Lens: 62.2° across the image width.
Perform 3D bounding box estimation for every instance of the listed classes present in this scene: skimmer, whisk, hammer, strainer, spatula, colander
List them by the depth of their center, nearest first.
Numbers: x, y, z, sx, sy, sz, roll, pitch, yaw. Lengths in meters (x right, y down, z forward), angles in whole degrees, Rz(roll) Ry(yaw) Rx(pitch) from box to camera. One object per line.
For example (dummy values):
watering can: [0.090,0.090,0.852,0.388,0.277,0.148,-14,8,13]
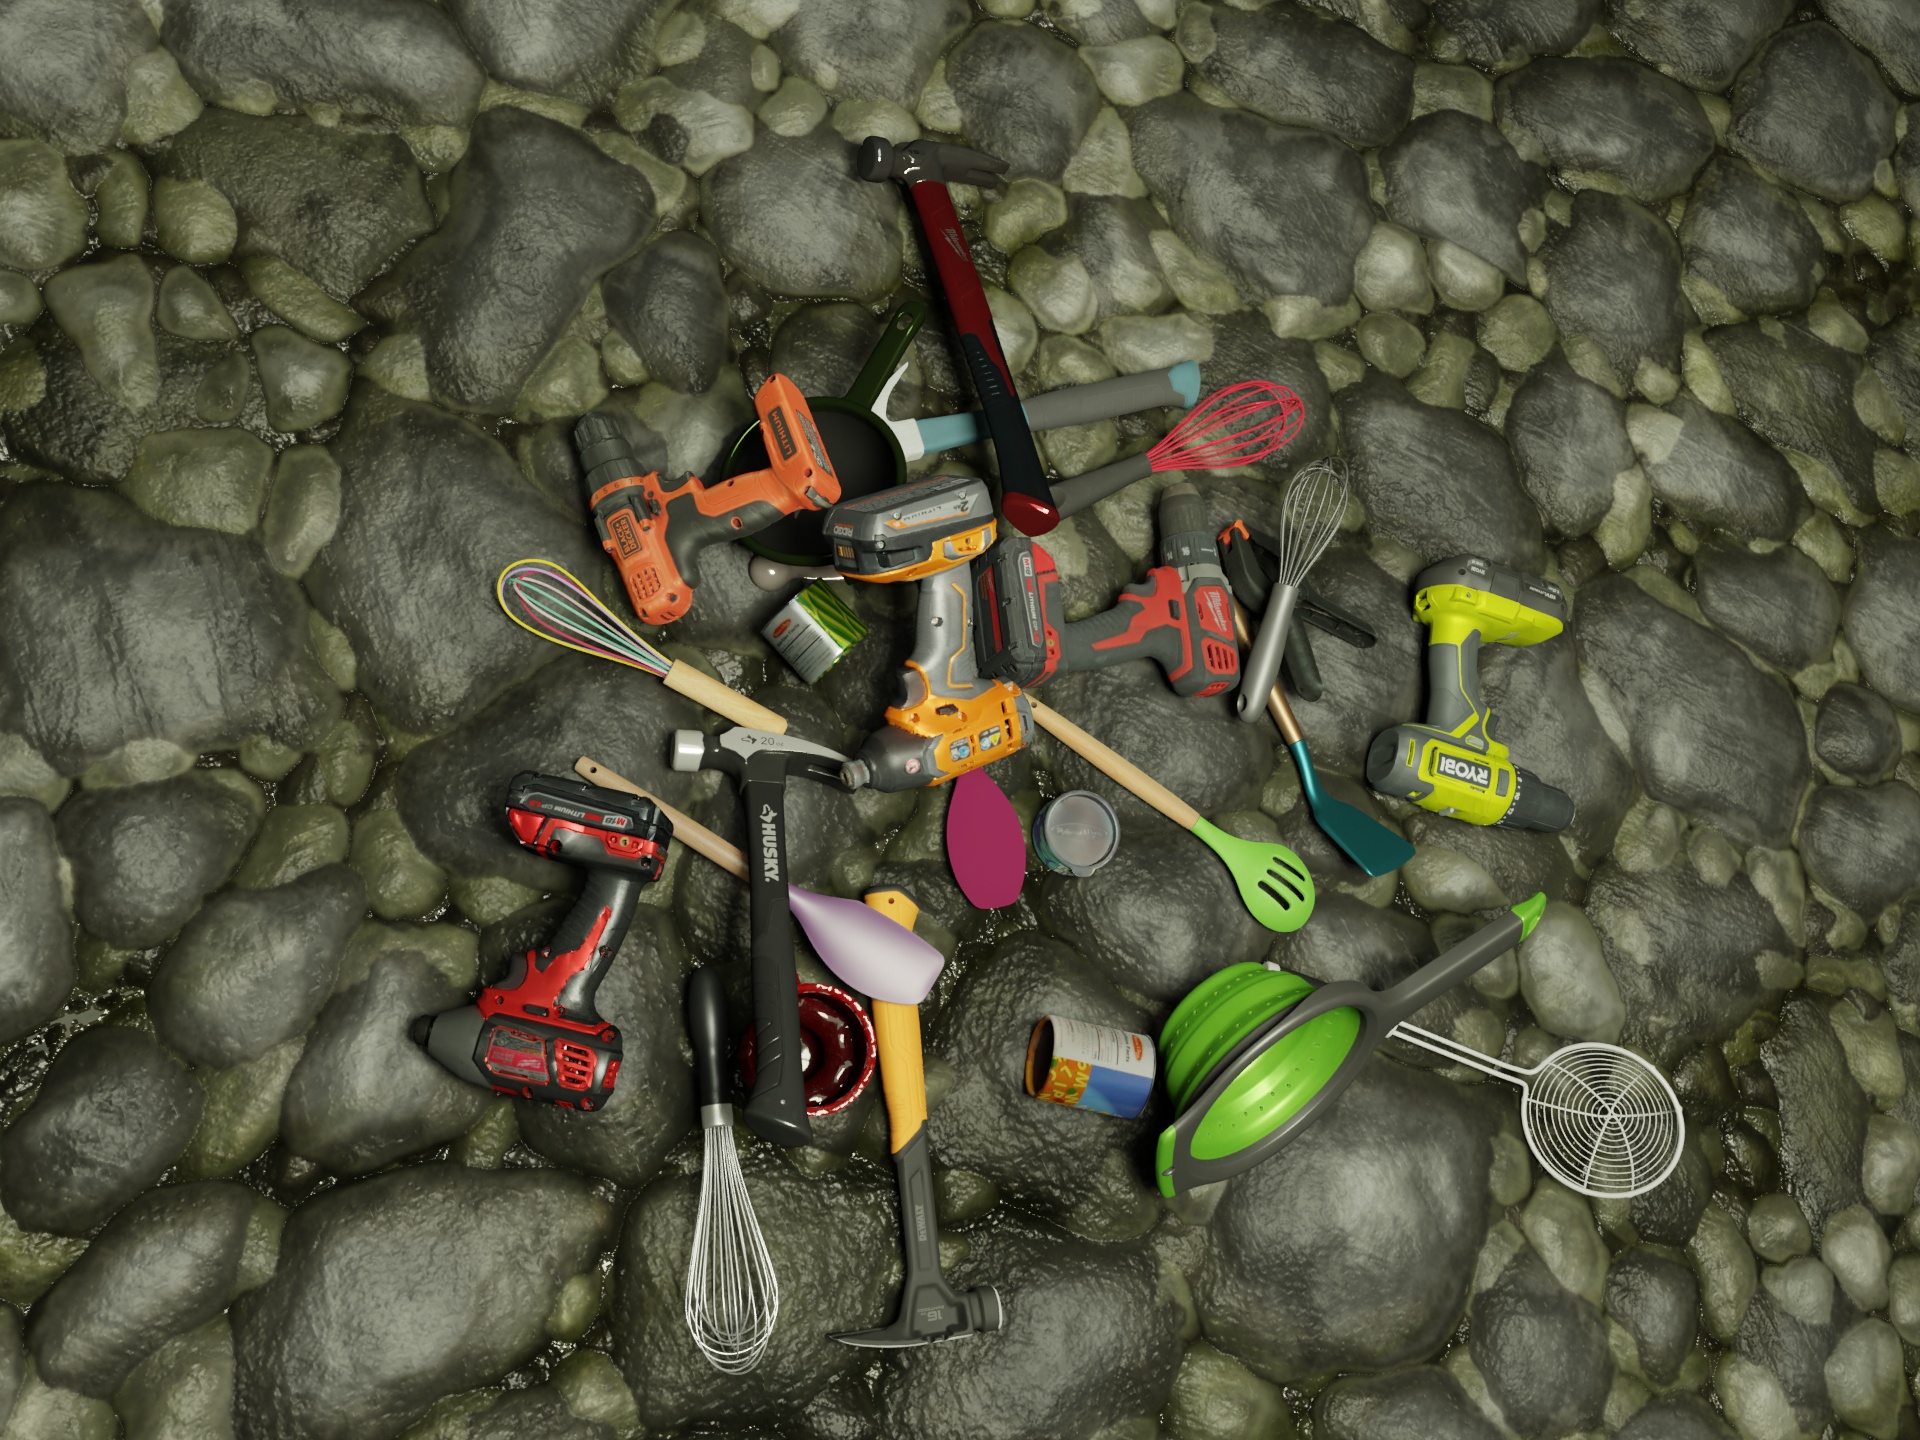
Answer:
hammer: [-0.130,0.144,1.137,0.146,0.035,0.335,5,49,-18]
whisk: [-0.171,0.316,1.138,0.070,0.070,0.285,-2,71,-18]
hammer: [-0.049,0.291,1.195,0.127,0.034,0.337,-1,76,-19]
spatula: [-0.156,0.117,1.197,0.316,0.018,0.060,33,73,0]
whisk: [-0.241,-0.052,1.222,0.245,0.051,0.047,29,63,-12]
colander: [0.290,0.219,1.260,0.397,0.204,0.095,-28,51,-17]
strainer: [-0.090,-0.224,1.292,0.151,0.069,0.256,23,72,15]
skimmer: [0.418,0.285,1.317,0.363,0.090,0.127,23,101,-9]
hammer: [0.026,-0.328,1.338,0.143,0.038,0.387,-4,66,-32]
whisk: [0.279,-0.111,1.347,0.055,0.055,0.239,17,90,-13]
spatula: [0.289,-0.009,1.380,0.082,0.044,0.317,-17,79,-46]
hammer: [0.066,-0.265,1.384,0.331,0.033,0.128,-16,82,-21]
whisk: [0.179,-0.232,1.400,0.296,0.073,0.073,-25,84,-16]

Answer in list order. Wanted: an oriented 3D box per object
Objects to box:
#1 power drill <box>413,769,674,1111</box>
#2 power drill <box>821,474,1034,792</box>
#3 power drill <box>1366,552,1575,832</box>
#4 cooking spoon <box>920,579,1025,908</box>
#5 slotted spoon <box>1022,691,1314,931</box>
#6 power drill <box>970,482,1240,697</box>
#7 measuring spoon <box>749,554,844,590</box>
power drill: [-0.292,0.155,1.126,0.143,0.078,0.220,12,76,1]
power drill: [-0.035,-0.058,1.205,0.164,0.084,0.226,-22,113,-30]
power drill: [0.473,-0.017,1.425,0.190,0.080,0.229,17,74,-13]
cooking spoon: [-0.002,-0.004,1.298,0.068,0.017,0.319,-6,78,-26]
slotted spoon: [0.174,0.072,1.331,0.313,0.031,0.070,36,67,-4]
power drill: [0.126,-0.112,1.340,0.226,0.080,0.188,-1,76,-21]
measuring spoon: [-0.110,-0.126,1.296,0.124,0.018,0.034,-4,77,-20]
